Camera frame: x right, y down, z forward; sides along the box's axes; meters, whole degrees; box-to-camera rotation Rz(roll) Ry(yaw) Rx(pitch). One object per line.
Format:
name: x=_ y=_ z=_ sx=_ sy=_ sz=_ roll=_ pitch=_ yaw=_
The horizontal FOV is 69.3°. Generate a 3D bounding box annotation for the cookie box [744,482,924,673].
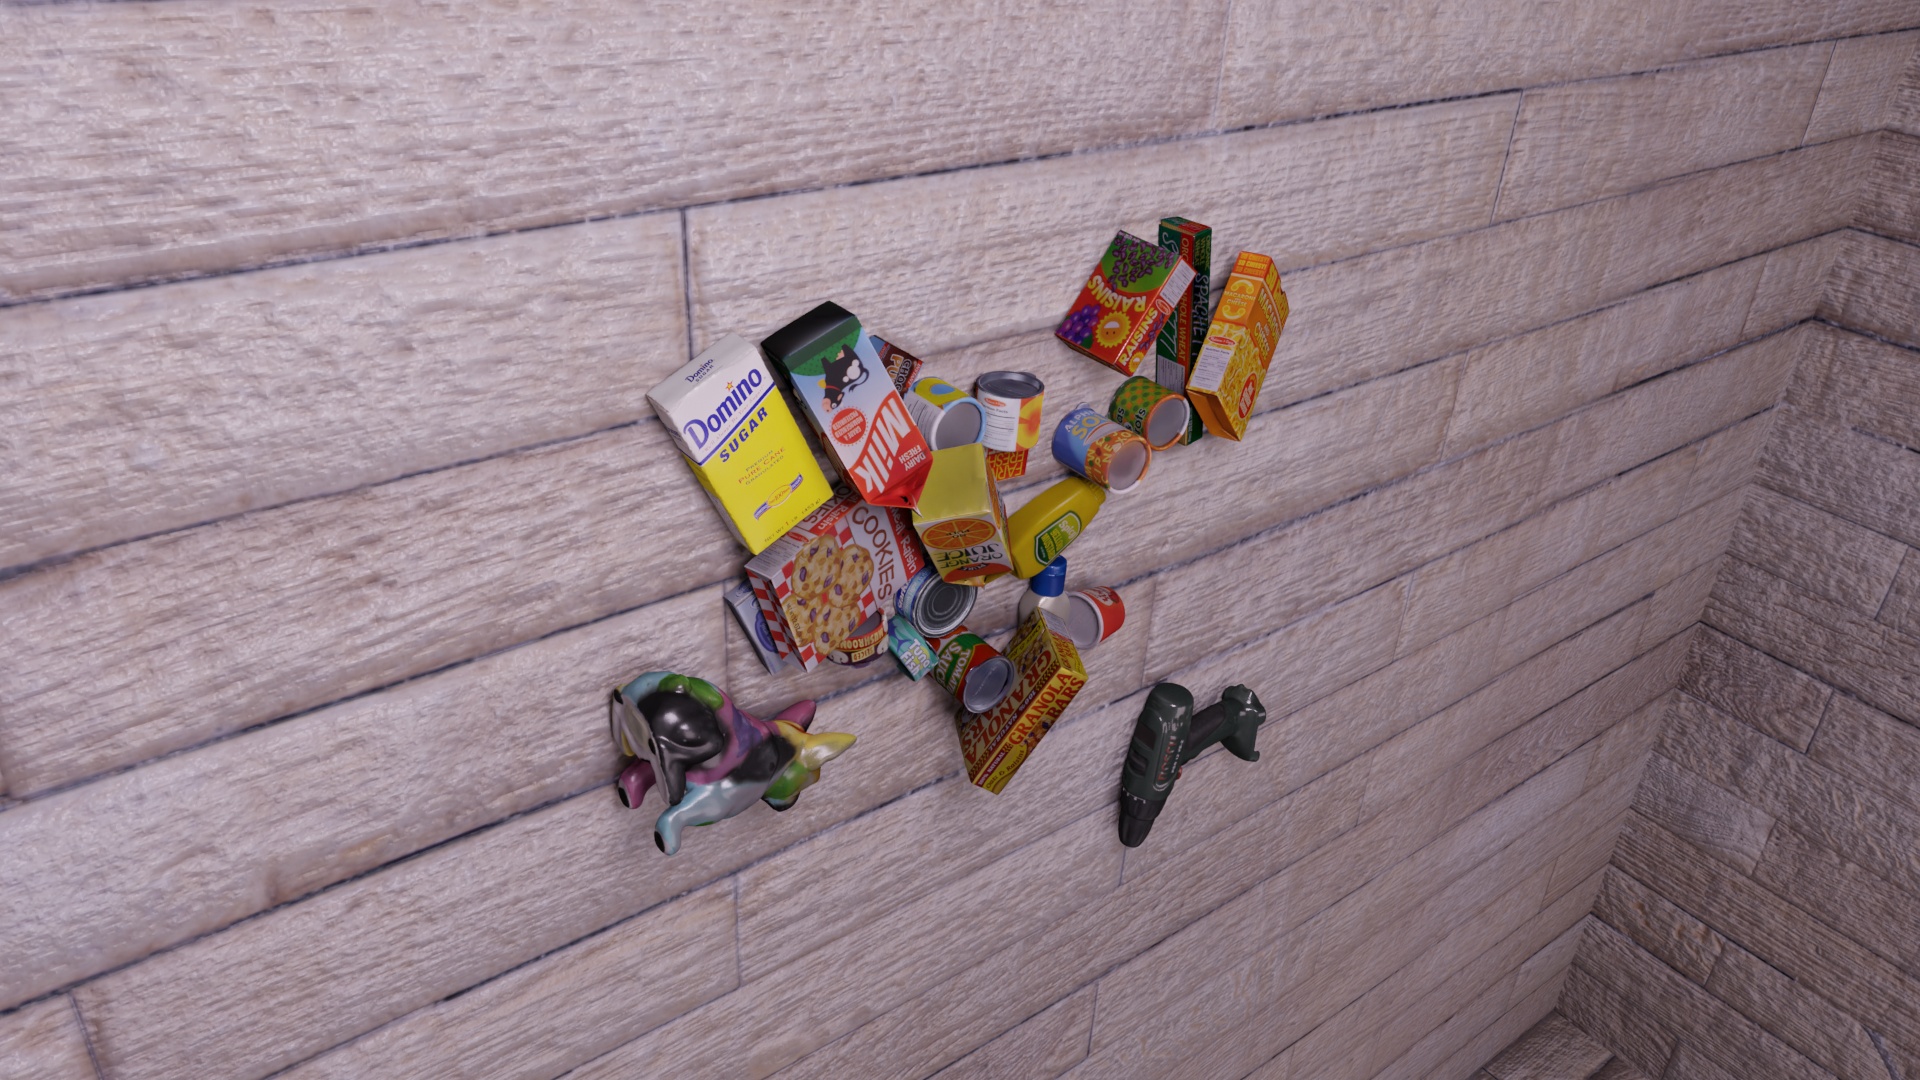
cookie box: x=-0.111 y=0.023 z=1.287 sx=0.168 sy=0.040 sz=0.122 roll=-43 pitch=137 yaw=-30

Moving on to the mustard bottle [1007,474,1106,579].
mustard bottle: x=0.106 y=-0.028 z=1.469 sx=0.161 sy=0.049 sz=0.065 roll=-40 pitch=137 yaw=-16

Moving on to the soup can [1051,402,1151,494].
soup can: x=0.146 y=-0.095 z=1.438 sx=0.071 sy=0.084 sz=0.071 roll=-22 pitch=127 yaw=-31

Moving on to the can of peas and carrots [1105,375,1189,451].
can of peas and carrots: x=0.200 y=-0.134 z=1.480 sx=0.071 sy=0.059 sz=0.070 roll=-22 pitch=127 yaw=-31

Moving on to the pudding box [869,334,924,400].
pudding box: x=-0.075 y=-0.137 z=1.252 sx=0.049 sy=0.030 sz=0.083 roll=23 pitch=99 yaw=-47

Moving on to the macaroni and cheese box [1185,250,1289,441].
macaroni and cheese box: x=0.301 y=-0.206 z=1.490 sx=0.167 sy=0.040 sz=0.123 roll=-67 pitch=152 yaw=-10

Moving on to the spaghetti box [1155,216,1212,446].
spaghetti box: x=0.234 y=-0.218 z=1.465 sx=0.029 sy=0.050 sz=0.248 roll=-27 pitch=130 yaw=-30

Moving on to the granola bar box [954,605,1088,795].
granola bar box: x=0.060 y=0.167 z=1.469 sx=0.039 sy=0.125 sz=0.165 roll=28 pitch=109 yaw=-22

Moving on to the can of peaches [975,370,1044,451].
can of peaches: x=0.047 y=-0.126 z=1.343 sx=0.071 sy=0.071 sz=0.057 roll=-17 pitch=125 yaw=-34

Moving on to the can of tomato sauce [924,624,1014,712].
can of tomato sauce: x=0.003 y=0.130 z=1.449 sx=0.071 sy=0.083 sz=0.070 roll=-22 pitch=128 yaw=-31

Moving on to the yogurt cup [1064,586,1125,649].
yogurt cup: x=0.149 y=0.084 z=1.568 sx=0.054 sy=0.072 sz=0.072 roll=-18 pitch=127 yaw=-43

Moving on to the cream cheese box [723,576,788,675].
cream cheese box: x=-0.177 y=0.074 z=1.295 sx=0.053 sy=0.024 sz=0.103 roll=-39 pitch=135 yaw=-19

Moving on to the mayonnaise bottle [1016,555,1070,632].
mayonnaise bottle: x=0.091 y=0.086 z=1.532 sx=0.065 sy=0.041 sz=0.147 roll=-10 pitch=120 yaw=-31

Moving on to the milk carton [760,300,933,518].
milk carton: x=-0.087 y=-0.102 z=1.192 sx=0.073 sy=0.072 sz=0.190 roll=-34 pitch=119 yaw=-10

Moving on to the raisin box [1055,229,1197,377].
raisin box: x=0.162 y=-0.232 z=1.364 sx=0.040 sy=0.086 sz=0.123 roll=29 pitch=94 yaw=-52

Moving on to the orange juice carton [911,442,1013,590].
orange juice carton: x=0.005 y=-0.017 z=1.326 sx=0.073 sy=0.072 sz=0.192 roll=-10 pitch=157 yaw=7

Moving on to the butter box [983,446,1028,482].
butter box: x=0.022 y=-0.082 z=1.378 sx=0.104 sy=0.024 sz=0.052 roll=-15 pitch=125 yaw=-35

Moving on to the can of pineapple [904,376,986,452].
can of pineapple: x=-0.016 y=-0.113 z=1.299 sx=0.071 sy=0.058 sz=0.070 roll=-22 pitch=128 yaw=-31

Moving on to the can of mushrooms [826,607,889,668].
can of mushrooms: x=-0.102 y=0.090 z=1.339 sx=0.071 sy=0.071 sz=0.033 roll=-24 pitch=128 yaw=-29

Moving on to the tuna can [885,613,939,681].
tuna can: x=-0.053 y=0.109 z=1.394 sx=0.033 sy=0.071 sz=0.070 roll=-42 pitch=136 yaw=-12
